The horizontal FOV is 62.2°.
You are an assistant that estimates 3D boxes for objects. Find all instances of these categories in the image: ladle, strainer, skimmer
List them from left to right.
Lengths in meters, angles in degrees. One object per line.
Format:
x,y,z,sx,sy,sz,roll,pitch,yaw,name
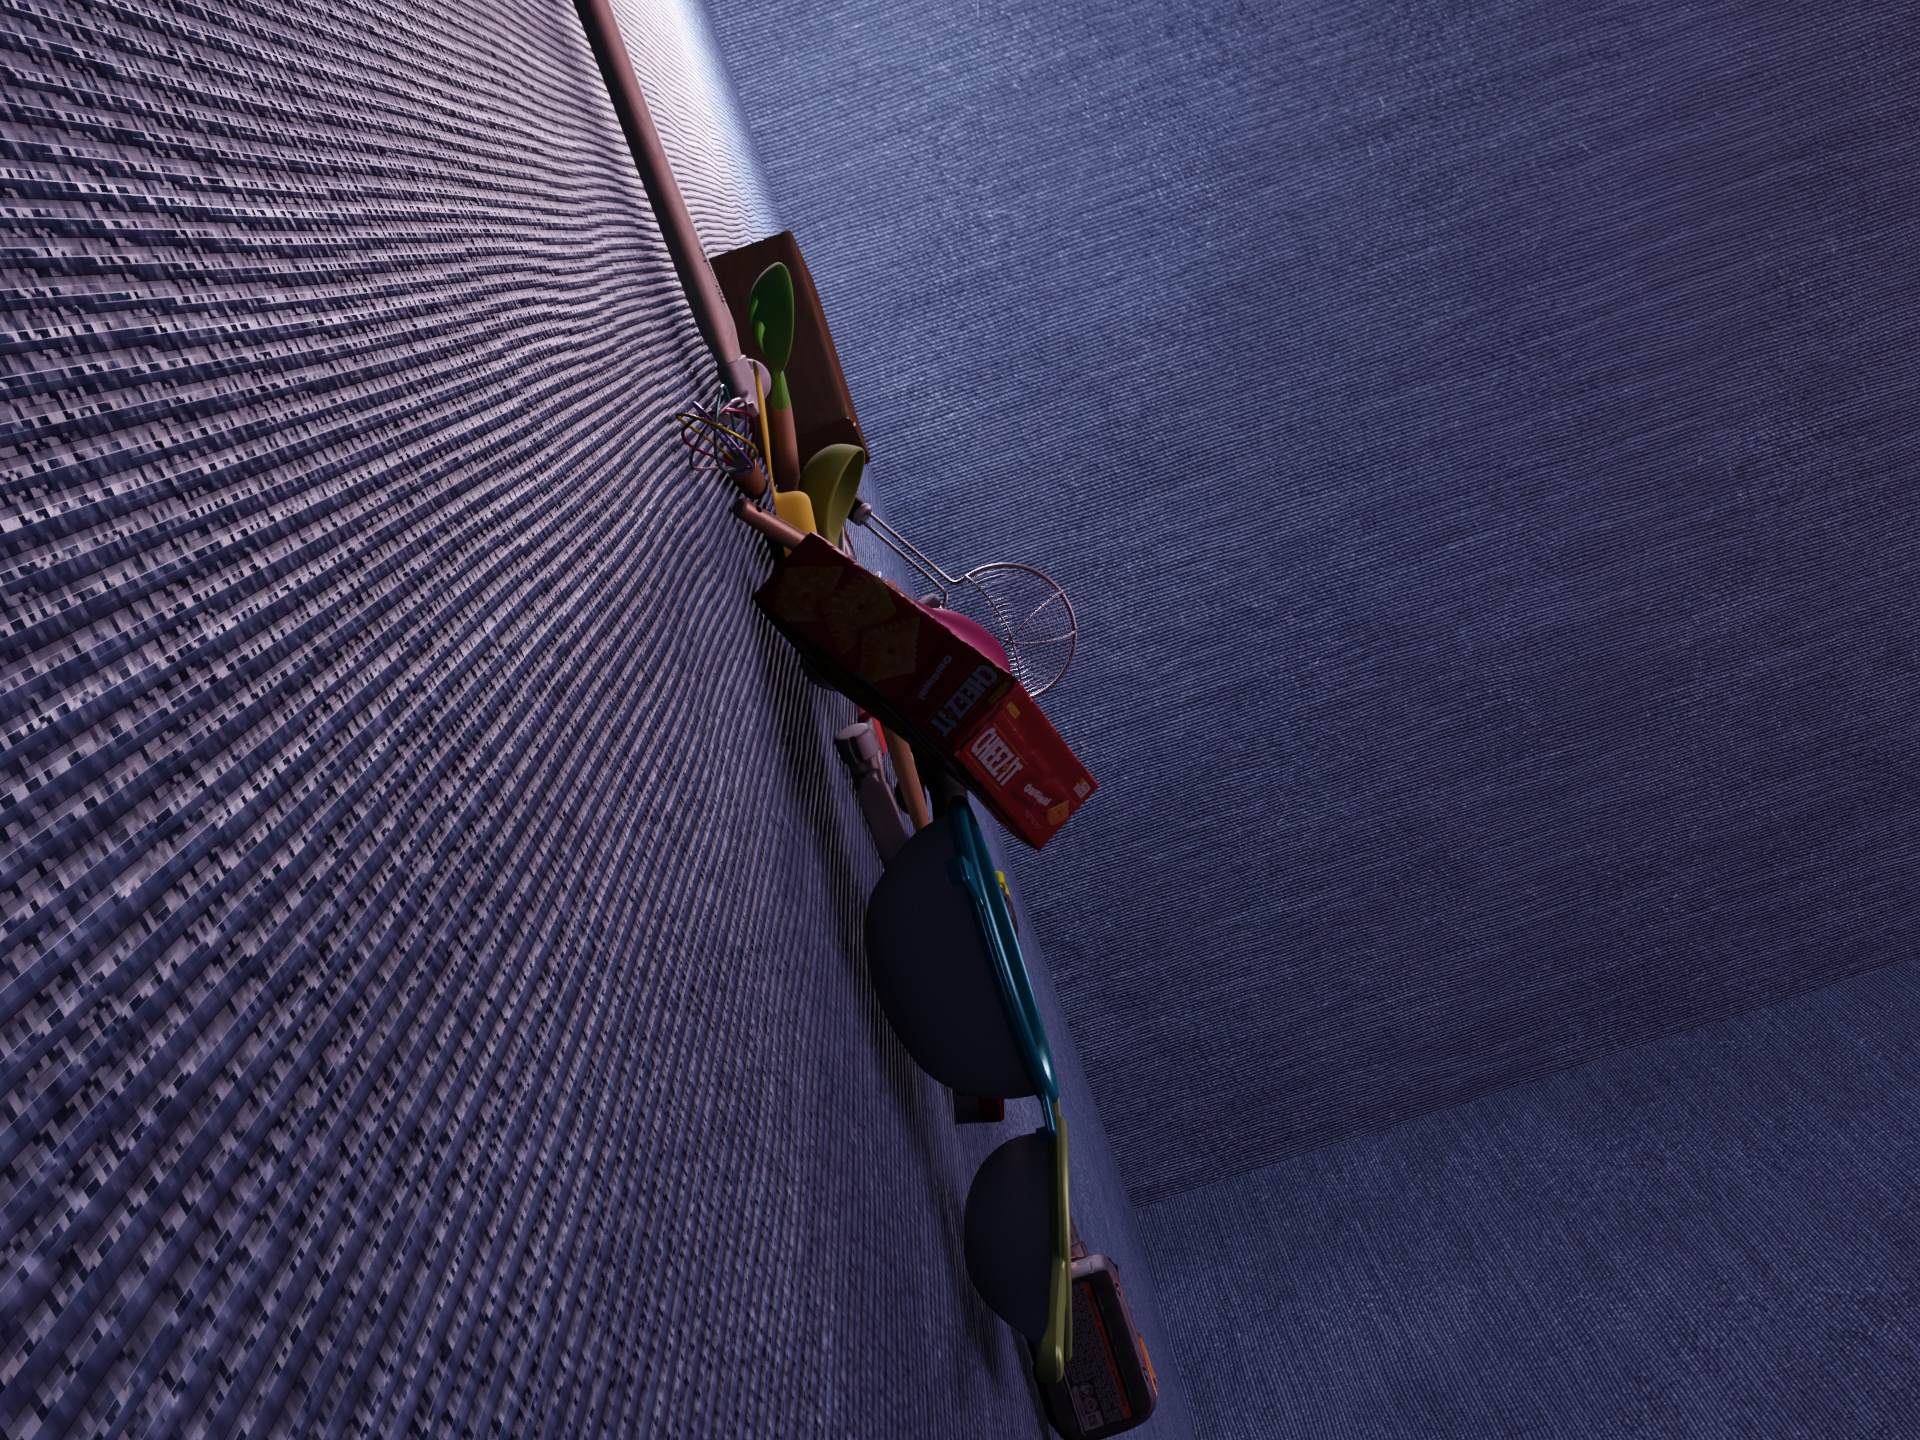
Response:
-0.063,-0.064,1.268,0.078,0.062,0.320,-7,80,-83,ladle
-0.041,-0.152,1.501,0.364,0.127,0.090,42,8,32,skimmer
-0.013,0.147,1.113,0.340,0.095,0.211,-104,176,-76,strainer
0.033,0.337,0.974,0.256,0.069,0.151,-41,130,-84,strainer

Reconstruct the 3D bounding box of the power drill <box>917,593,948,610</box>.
-0.014,-0.043,1.696,0.164,0.084,0.226,53,13,-8,power drill

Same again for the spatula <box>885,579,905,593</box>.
-0.002,-0.004,1.360,0.322,0.041,0.081,65,17,-57,spatula

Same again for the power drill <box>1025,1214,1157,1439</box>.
0.088,0.456,1.236,0.226,0.084,0.185,77,-5,-72,power drill

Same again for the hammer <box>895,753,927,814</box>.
-0.044,0.015,1.747,0.409,0.036,0.149,-84,162,-74,hammer

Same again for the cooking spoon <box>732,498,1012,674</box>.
-0.056,-0.097,1.222,0.318,0.017,0.069,27,40,-45,cooking spoon

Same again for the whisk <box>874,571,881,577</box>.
-0.093,-0.088,1.456,0.059,0.058,0.246,47,13,-18,whisk

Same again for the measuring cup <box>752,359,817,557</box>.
-0.130,-0.191,1.185,0.062,0.029,0.156,-114,-165,-70,measuring cup

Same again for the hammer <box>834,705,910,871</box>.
-0.076,0.005,1.417,0.359,0.036,0.149,-102,173,-65,hammer

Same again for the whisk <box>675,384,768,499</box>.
-0.155,-0.181,1.082,0.245,0.047,0.051,151,-67,-88,whisk

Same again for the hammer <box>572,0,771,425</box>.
-0.232,-0.421,1.184,0.146,0.038,0.410,-97,168,-70,hammer

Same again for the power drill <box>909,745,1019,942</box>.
-0.002,0.105,1.483,0.171,0.080,0.223,73,7,-64,power drill

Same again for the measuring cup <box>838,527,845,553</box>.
-0.126,-0.120,1.399,0.083,0.038,0.168,79,10,-69,measuring cup

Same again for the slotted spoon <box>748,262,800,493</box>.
-0.139,-0.229,1.242,0.313,0.031,0.070,93,-20,-59,slotted spoon
